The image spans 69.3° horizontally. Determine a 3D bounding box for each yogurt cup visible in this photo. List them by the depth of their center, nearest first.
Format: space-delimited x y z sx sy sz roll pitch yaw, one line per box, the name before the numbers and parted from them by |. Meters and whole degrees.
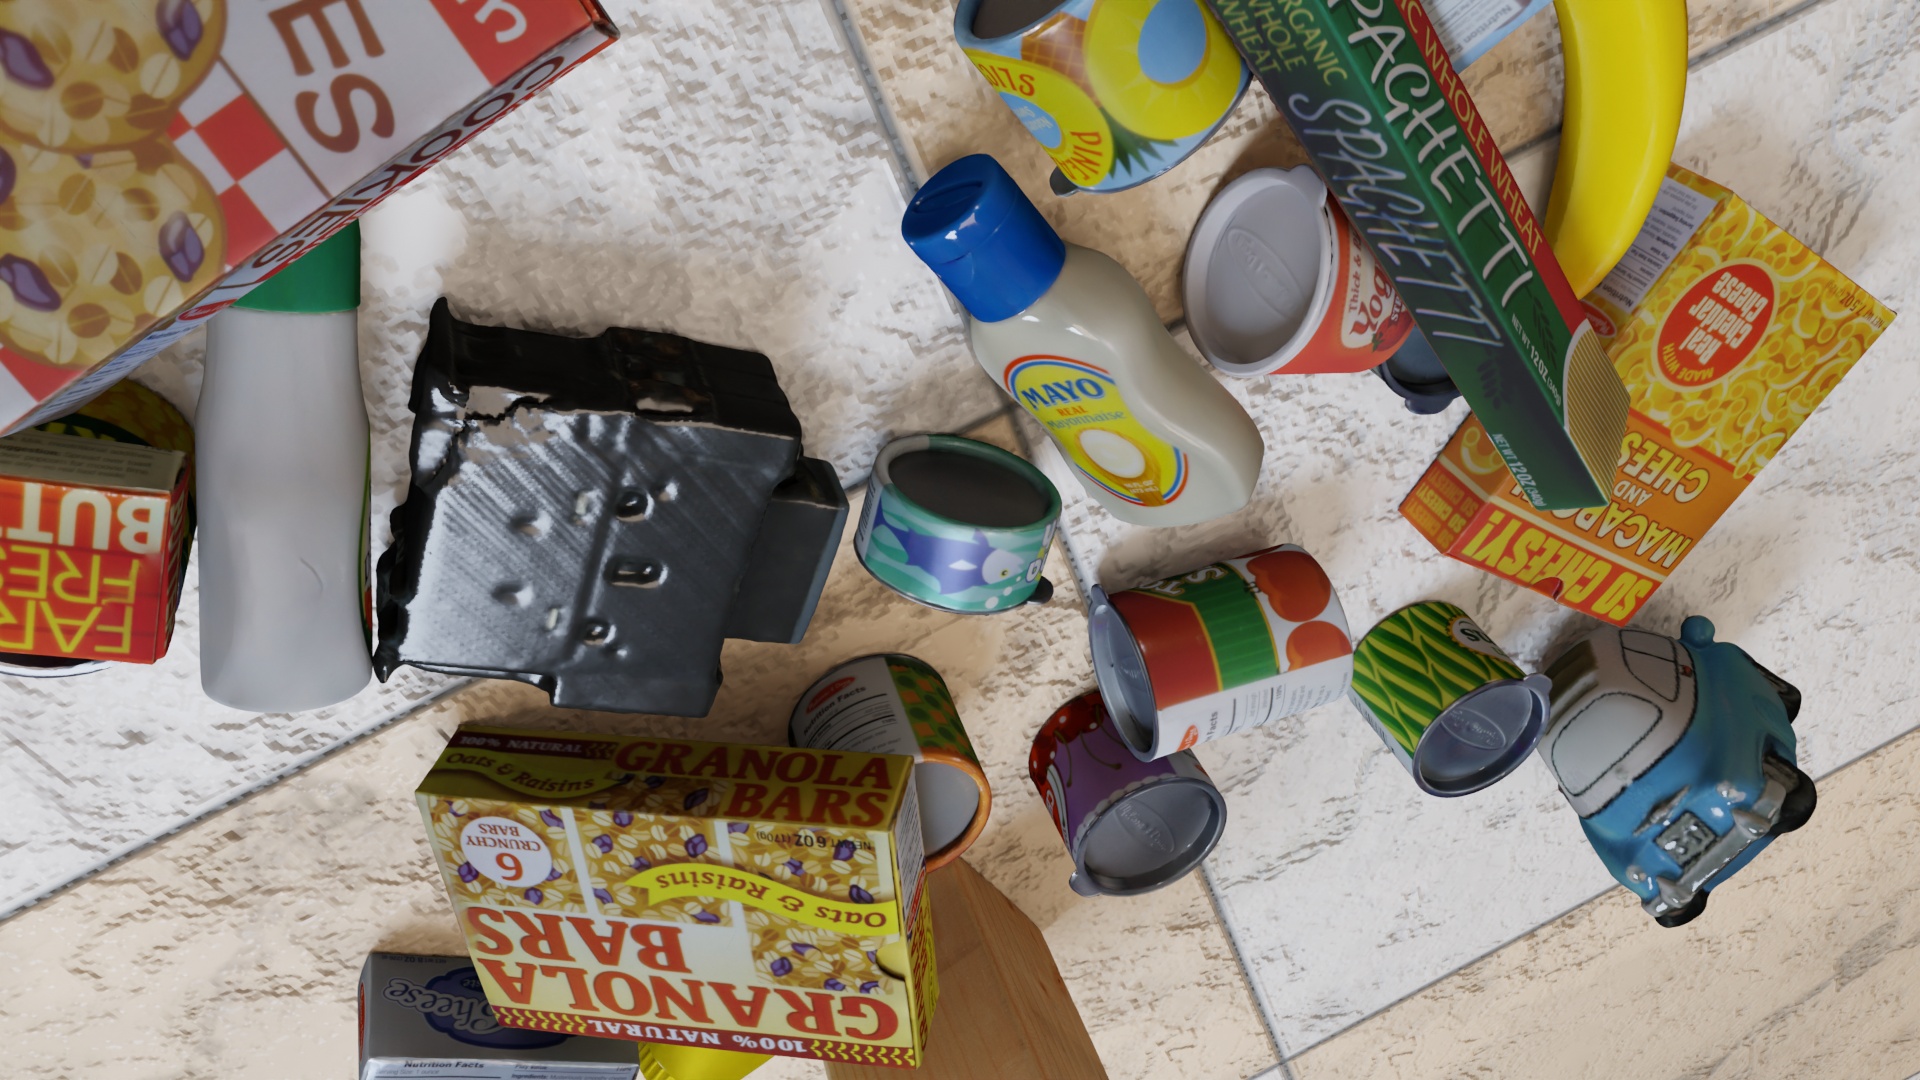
yogurt cup | 0.115 -0.085 0.461 0.054 0.072 0.072 3 122 -33

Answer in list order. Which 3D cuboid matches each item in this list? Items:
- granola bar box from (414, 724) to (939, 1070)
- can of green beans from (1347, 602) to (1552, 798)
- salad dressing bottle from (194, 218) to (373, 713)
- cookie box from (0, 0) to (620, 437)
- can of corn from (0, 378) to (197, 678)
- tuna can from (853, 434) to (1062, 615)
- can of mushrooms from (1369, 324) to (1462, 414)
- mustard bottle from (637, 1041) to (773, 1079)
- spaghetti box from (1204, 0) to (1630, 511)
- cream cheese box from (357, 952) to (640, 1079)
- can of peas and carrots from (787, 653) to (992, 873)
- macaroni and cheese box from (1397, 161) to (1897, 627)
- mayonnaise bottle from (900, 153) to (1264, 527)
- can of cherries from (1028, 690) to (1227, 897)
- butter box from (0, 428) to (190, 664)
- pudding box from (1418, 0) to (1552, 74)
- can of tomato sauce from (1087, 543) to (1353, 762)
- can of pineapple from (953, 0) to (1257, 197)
granola bar box | -0.096 0.129 0.495 0.165 0.039 0.123 2 124 10
can of green beans | 0.213 0.069 0.611 0.071 0.058 0.071 -10 127 -14
salad dressing bottle | -0.182 -0.029 0.376 0.044 0.064 0.147 -2 109 -31
cookie box | -0.180 -0.120 0.305 0.167 0.040 0.122 -33 105 3
can of corn | -0.243 -0.008 0.376 0.071 0.058 0.070 -10 126 -14
tuna can | 0.002 -0.006 0.467 0.071 0.071 0.032 2 122 -23
can of mushrooms | 0.171 -0.084 0.503 0.071 0.033 0.070 -11 127 -15
mustard bottle | -0.091 0.189 0.581 0.065 0.049 0.160 30 108 -29
spaghetti box | 0.150 -0.098 0.429 0.249 0.028 0.050 43 58 -35
cream cheese box | -0.181 0.192 0.545 0.104 0.053 0.024 13 116 -29
can of peas and carrots | -0.026 0.088 0.529 0.071 0.059 0.070 -10 127 -14
macaroni and cheese box | 0.276 -0.051 0.563 0.124 0.040 0.165 19 115 -30
mayonnaise bottle | 0.039 -0.060 0.451 0.147 0.064 0.041 43 57 -36
can of cherries | 0.066 0.105 0.579 0.071 0.058 0.071 -11 128 -15
butter box | -0.242 -0.002 0.326 0.103 0.024 0.053 8 119 -26
pudding box | 0.151 -0.174 0.408 0.049 0.030 0.083 34 133 -23
can of tomato sauce | 0.100 0.041 0.543 0.083 0.071 0.070 -15 128 -11
can of pineapple | 0.039 -0.140 0.389 0.071 0.071 0.057 -41 127 10
